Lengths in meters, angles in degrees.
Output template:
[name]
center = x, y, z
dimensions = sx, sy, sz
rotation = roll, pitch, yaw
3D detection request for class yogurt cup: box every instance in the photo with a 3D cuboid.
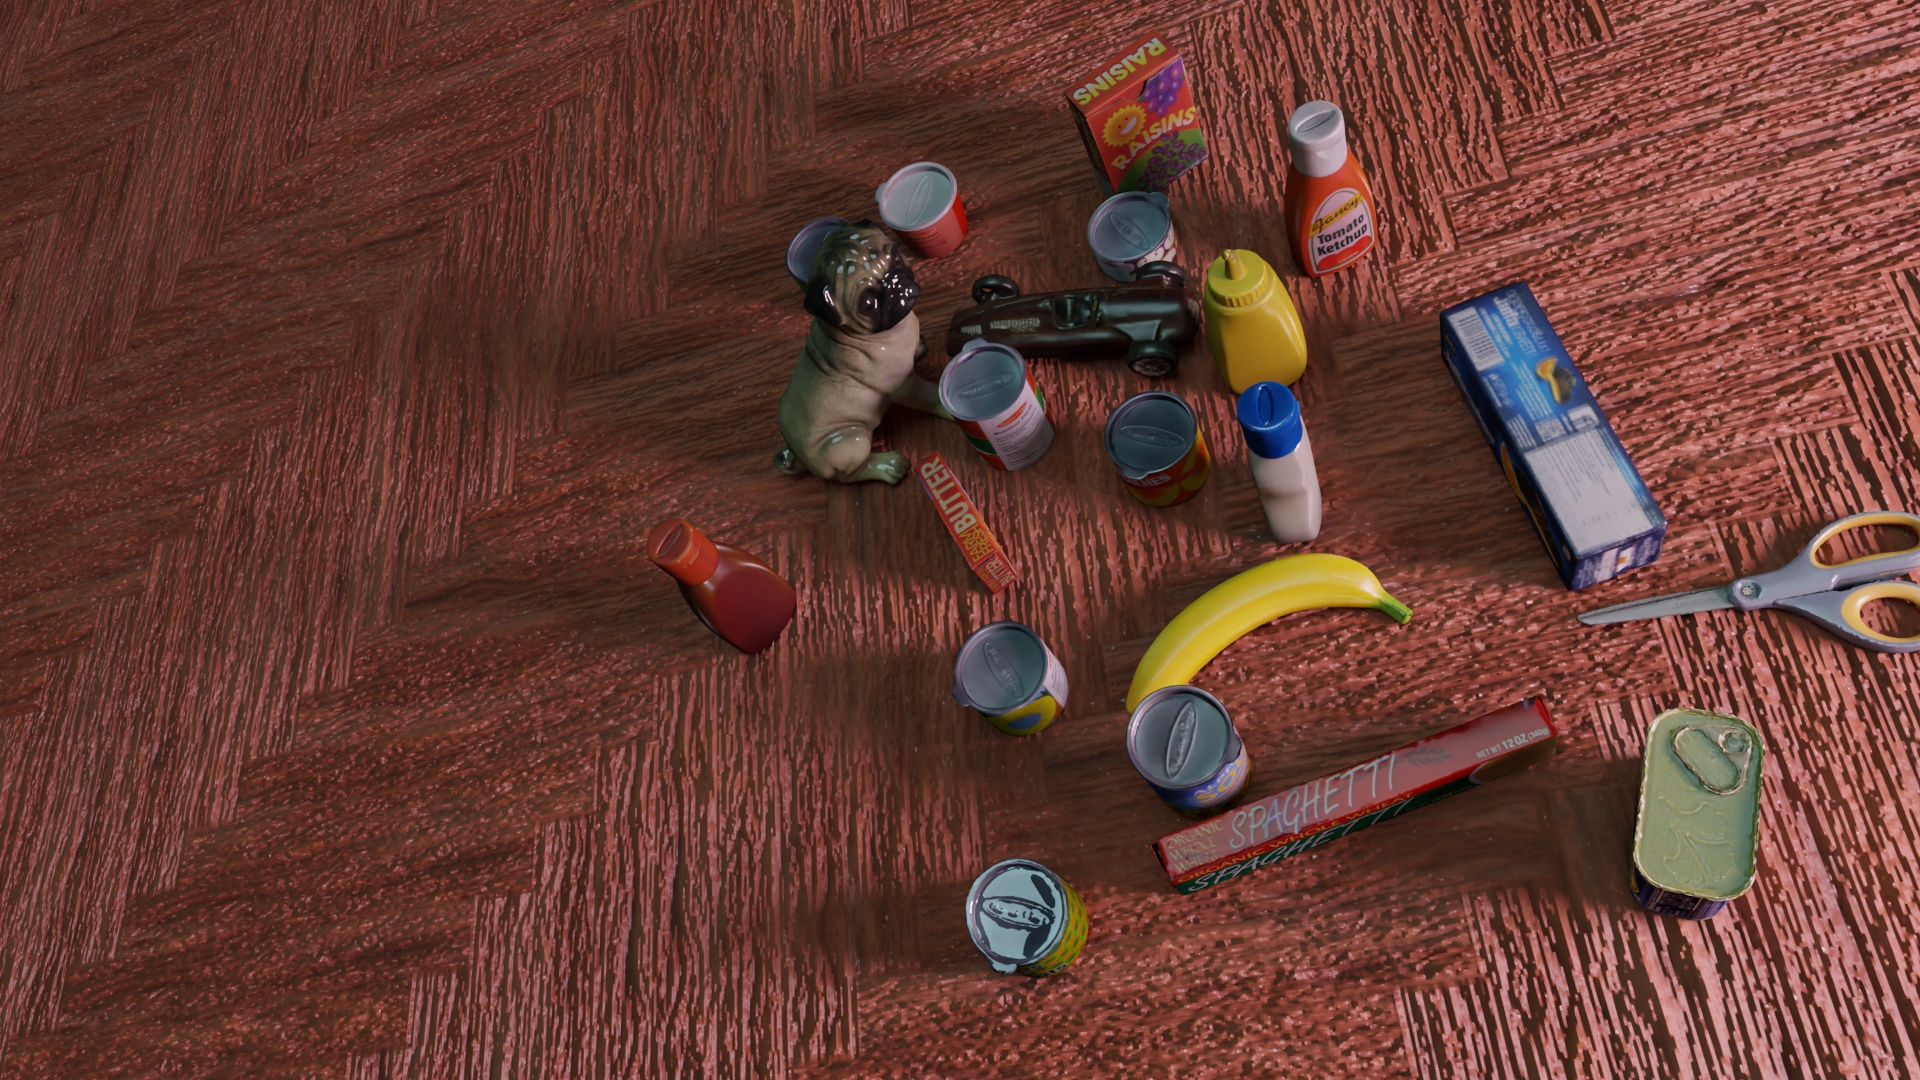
[yogurt cup]
center = -0.028, -0.273, 1.160
dimensions = 0.072, 0.053, 0.072
rotation = -8, 63, 17

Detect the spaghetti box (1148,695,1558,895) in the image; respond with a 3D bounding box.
[spaghetti box]
center = 0.240, 0.159, 0.852
dimensions = 0.250, 0.050, 0.029
rotation = -23, 60, 9

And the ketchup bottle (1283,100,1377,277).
[ketchup bottle]
center = 0.259, -0.250, 0.986
dimensions = 0.064, 0.148, 0.044
rotation = -28, 59, 7

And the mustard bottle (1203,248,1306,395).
[mustard bottle]
center = 0.199, -0.157, 0.957
dimensions = 0.065, 0.159, 0.049
rotation = -16, 61, 13

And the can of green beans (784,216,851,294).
[can of green beans]
center = -0.105, -0.227, 1.164
dimensions = 0.071, 0.057, 0.071
rotation = -8, 63, 17

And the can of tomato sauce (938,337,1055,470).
[can of tomato sauce]
center = 0.028, -0.100, 1.038
dimensions = 0.071, 0.083, 0.071
rotation = -8, 63, 17

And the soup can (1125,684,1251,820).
[soup can]
center = 0.148, 0.136, 0.878
dimensions = 0.071, 0.083, 0.071
rotation = -8, 63, 17

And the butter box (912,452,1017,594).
[butter box]
center = 0.004, -0.013, 1.022
dimensions = 0.024, 0.053, 0.104
rotation = -33, 59, 4

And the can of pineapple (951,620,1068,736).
[can of pineapple]
center = 0.034, 0.096, 0.955
dimensions = 0.071, 0.057, 0.071
rotation = -8, 63, 17

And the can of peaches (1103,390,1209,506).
[can of peaches]
center = 0.140, -0.063, 0.993
dimensions = 0.071, 0.058, 0.071
rotation = -8, 63, 17

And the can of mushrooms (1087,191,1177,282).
[can of mushrooms]
center = 0.138, -0.240, 1.094
dimensions = 0.071, 0.033, 0.071
rotation = -8, 63, 17

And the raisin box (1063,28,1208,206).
[raisin box]
center = 0.138, -0.323, 1.081
dimensions = 0.086, 0.123, 0.040
rotation = -34, 59, 3

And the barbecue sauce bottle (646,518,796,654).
[barbecue sauce bottle]
center = -0.175, 0.031, 1.012
dimensions = 0.044, 0.148, 0.065
rotation = 30, 79, 30

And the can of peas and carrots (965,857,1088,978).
[can of peas and carrots]
center = 0.043, 0.242, 0.880
dimensions = 0.071, 0.058, 0.071
rotation = -8, 63, 17

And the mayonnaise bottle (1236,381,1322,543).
[mayonnaise bottle]
center = 0.209, -0.053, 0.909
dimensions = 0.041, 0.147, 0.065
rotation = -7, 64, 18
